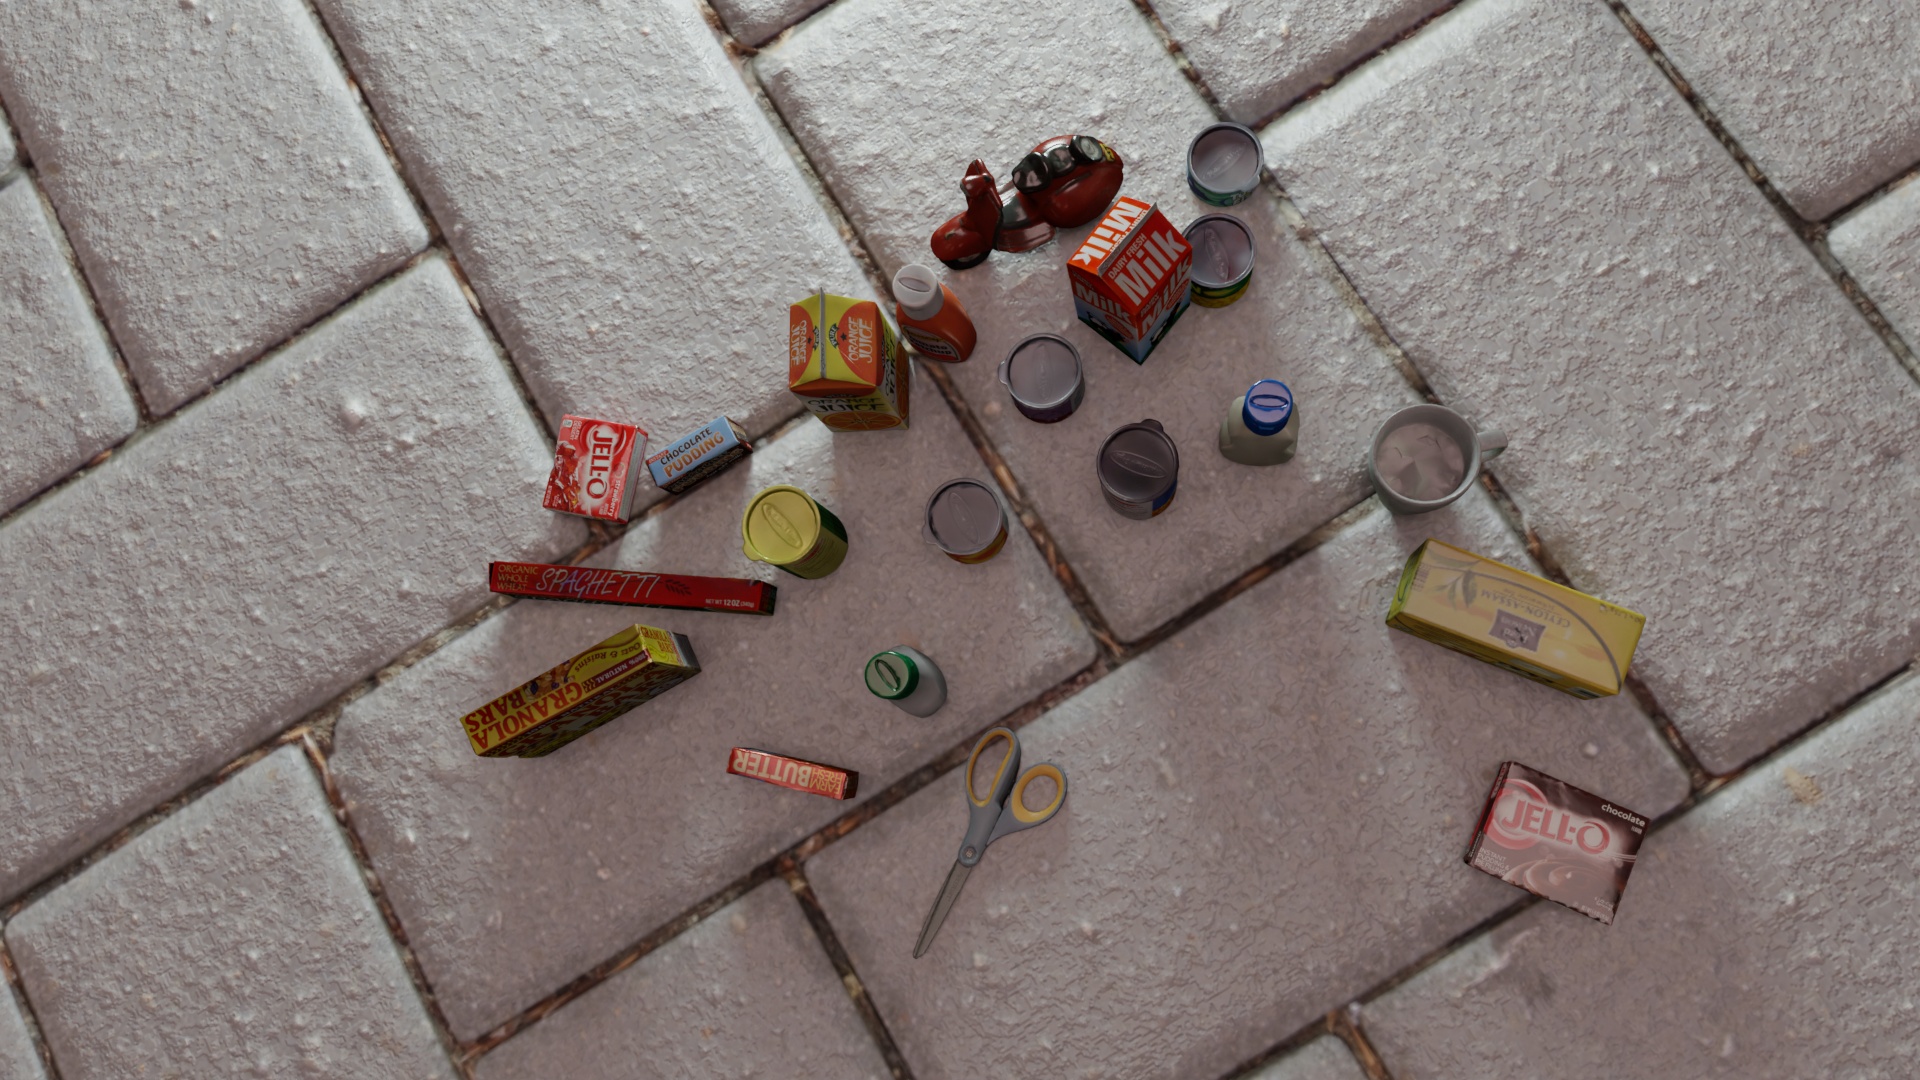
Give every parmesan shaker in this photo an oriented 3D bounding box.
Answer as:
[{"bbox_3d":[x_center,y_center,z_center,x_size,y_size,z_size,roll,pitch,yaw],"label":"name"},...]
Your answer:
[{"bbox_3d":[-0.141,-0.003,1.178,0.071,0.103,0.071,-1,81,8],"label":"parmesan shaker"}]

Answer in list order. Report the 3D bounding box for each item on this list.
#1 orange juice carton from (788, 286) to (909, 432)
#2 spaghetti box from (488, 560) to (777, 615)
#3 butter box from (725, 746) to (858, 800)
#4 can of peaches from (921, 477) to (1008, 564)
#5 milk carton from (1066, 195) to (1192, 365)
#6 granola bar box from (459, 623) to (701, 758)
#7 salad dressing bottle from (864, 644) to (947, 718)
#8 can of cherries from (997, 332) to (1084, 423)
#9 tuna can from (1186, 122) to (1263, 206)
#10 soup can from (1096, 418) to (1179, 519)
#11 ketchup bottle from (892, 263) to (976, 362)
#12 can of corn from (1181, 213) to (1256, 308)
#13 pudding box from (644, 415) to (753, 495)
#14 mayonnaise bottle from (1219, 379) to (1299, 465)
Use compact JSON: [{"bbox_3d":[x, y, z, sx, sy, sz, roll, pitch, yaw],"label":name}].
[{"bbox_3d":[-0.094,-0.146,1.150,0.073,0.192,0.072,-1,81,8],"label":"orange juice carton"},{"bbox_3d":[-0.288,0.042,1.218,0.250,0.050,0.029,4,82,8],"label":"spaghetti box"},{"bbox_3d":[-0.140,0.196,1.170,0.103,0.053,0.024,11,83,10],"label":"butter box"},{"bbox_3d":[0.004,-0.015,1.183,0.071,0.058,0.071,-1,81,8],"label":"can of peaches"},{"bbox_3d":[0.139,-0.214,1.131,0.073,0.190,0.072,39,88,12],"label":"milk carton"},{"bbox_3d":[-0.314,0.130,1.169,0.165,0.124,0.039,-28,78,3],"label":"granola bar box"},{"bbox_3d":[-0.045,0.112,1.123,0.044,0.147,0.064,-37,78,1],"label":"salad dressing bottle"},{"bbox_3d":[0.070,-0.139,1.195,0.071,0.058,0.071,-1,81,8],"label":"can of cherries"},{"bbox_3d":[0.233,-0.327,1.217,0.071,0.033,0.071,-1,80,8],"label":"tuna can"},{"bbox_3d":[0.149,-0.058,1.157,0.071,0.083,0.071,-1,81,8],"label":"soup can"},{"bbox_3d":[-0.026,-0.192,1.171,0.065,0.148,0.043,19,84,11],"label":"ketchup bottle"},{"bbox_3d":[0.216,-0.238,1.192,0.071,0.058,0.071,-1,81,8],"label":"can of corn"},{"bbox_3d":[-0.231,-0.075,1.230,0.084,0.049,0.030,-29,78,2],"label":"pudding box"},{"bbox_3d":[0.243,-0.094,1.117,0.065,0.148,0.041,5,82,9],"label":"mayonnaise bottle"}]
